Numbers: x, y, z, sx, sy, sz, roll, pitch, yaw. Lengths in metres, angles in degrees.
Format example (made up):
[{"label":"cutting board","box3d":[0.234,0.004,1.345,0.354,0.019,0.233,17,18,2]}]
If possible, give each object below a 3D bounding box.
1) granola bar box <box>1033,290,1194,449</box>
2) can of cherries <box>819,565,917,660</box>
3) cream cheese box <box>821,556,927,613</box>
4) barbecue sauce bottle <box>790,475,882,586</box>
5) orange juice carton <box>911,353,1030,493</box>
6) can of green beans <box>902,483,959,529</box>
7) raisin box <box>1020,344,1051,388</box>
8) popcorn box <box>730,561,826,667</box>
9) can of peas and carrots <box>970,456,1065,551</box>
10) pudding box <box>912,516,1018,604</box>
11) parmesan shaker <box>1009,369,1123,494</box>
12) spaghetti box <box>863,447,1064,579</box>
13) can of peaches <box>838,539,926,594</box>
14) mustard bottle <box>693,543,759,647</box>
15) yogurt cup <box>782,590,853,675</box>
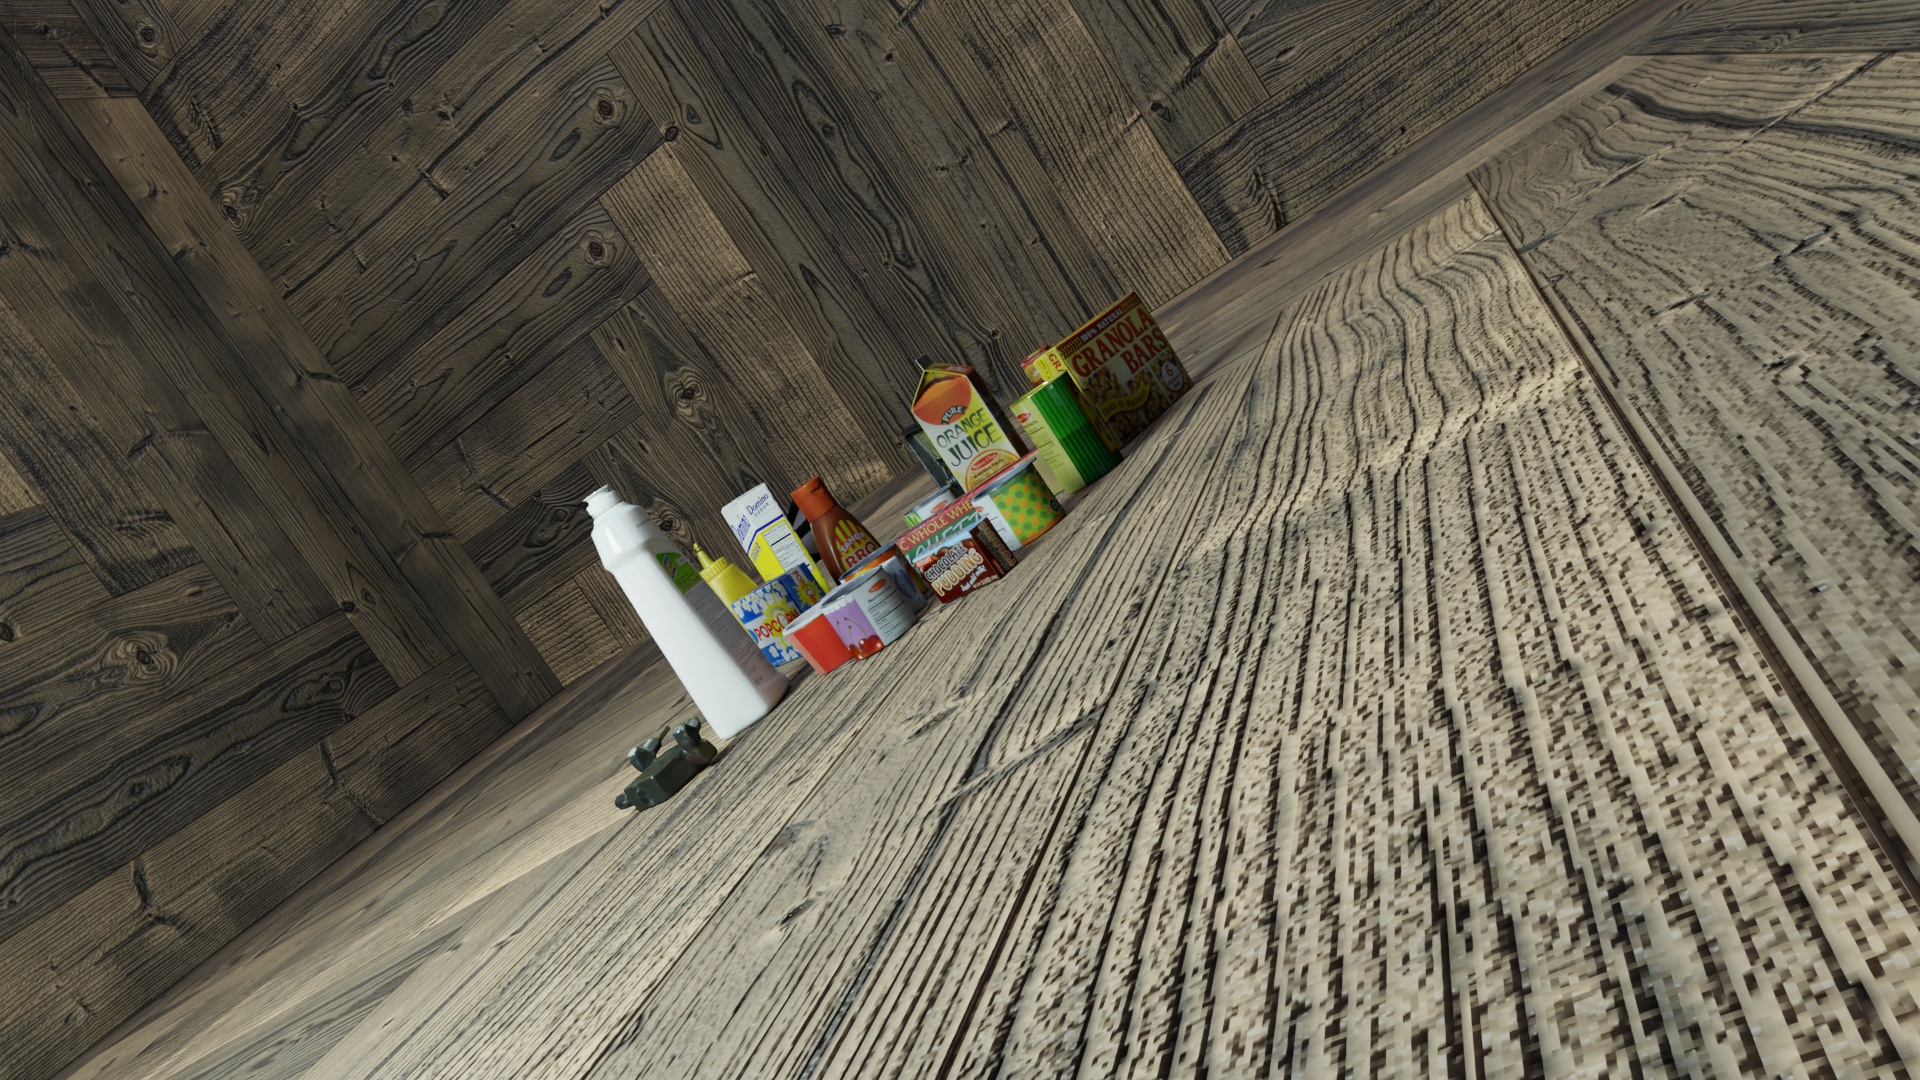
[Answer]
[{"label":"granola bar box","box3d":[0.165,-0.177,1.468,0.039,0.124,0.166,-27,9,47]},{"label":"can of cherries","box3d":[-0.081,0.064,1.213,0.071,0.058,0.071,-34,6,4]},{"label":"cream cheese box","box3d":[-0.080,0.056,1.287,0.103,0.053,0.024,-27,9,46]},{"label":"barbecue sauce bottle","box3d":[-0.126,0.001,1.486,0.065,0.148,0.043,-38,7,-33]},{"label":"orange juice carton","box3d":[0.011,-0.117,1.486,0.073,0.192,0.072,-33,6,14]},{"label":"can of green beans","box3d":[-0.021,-0.021,1.539,0.071,0.058,0.071,-34,6,4]},{"label":"raisin box","box3d":[0.120,-0.168,1.630,0.040,0.123,0.086,-33,6,11]},{"label":"popcorn box","box3d":[-0.182,0.080,1.468,0.038,0.085,0.126,-39,8,-36]},{"label":"can of peas and carrots","box3d":[0.054,-0.032,1.245,0.071,0.058,0.071,-34,6,4]},{"label":"pudding box","box3d":[0.003,0.017,1.177,0.083,0.049,0.030,-27,10,48]},{"label":"parmesan shaker","box3d":[0.102,-0.104,1.341,0.071,0.103,0.071,-34,6,4]},{"label":"spaghetti box","box3d":[0.005,-0.018,1.421,0.250,0.050,0.029,-33,6,12]},{"label":"can of peaches","box3d":[-0.073,0.041,1.339,0.071,0.058,0.071,-34,6,4]},{"label":"mustard bottle","box3d":[-0.257,0.069,1.586,0.048,0.160,0.065,-29,8,41]},{"label":"yogurt cup","box3d":[-0.120,0.086,1.262,0.072,0.054,0.072,-34,6,4]}]
